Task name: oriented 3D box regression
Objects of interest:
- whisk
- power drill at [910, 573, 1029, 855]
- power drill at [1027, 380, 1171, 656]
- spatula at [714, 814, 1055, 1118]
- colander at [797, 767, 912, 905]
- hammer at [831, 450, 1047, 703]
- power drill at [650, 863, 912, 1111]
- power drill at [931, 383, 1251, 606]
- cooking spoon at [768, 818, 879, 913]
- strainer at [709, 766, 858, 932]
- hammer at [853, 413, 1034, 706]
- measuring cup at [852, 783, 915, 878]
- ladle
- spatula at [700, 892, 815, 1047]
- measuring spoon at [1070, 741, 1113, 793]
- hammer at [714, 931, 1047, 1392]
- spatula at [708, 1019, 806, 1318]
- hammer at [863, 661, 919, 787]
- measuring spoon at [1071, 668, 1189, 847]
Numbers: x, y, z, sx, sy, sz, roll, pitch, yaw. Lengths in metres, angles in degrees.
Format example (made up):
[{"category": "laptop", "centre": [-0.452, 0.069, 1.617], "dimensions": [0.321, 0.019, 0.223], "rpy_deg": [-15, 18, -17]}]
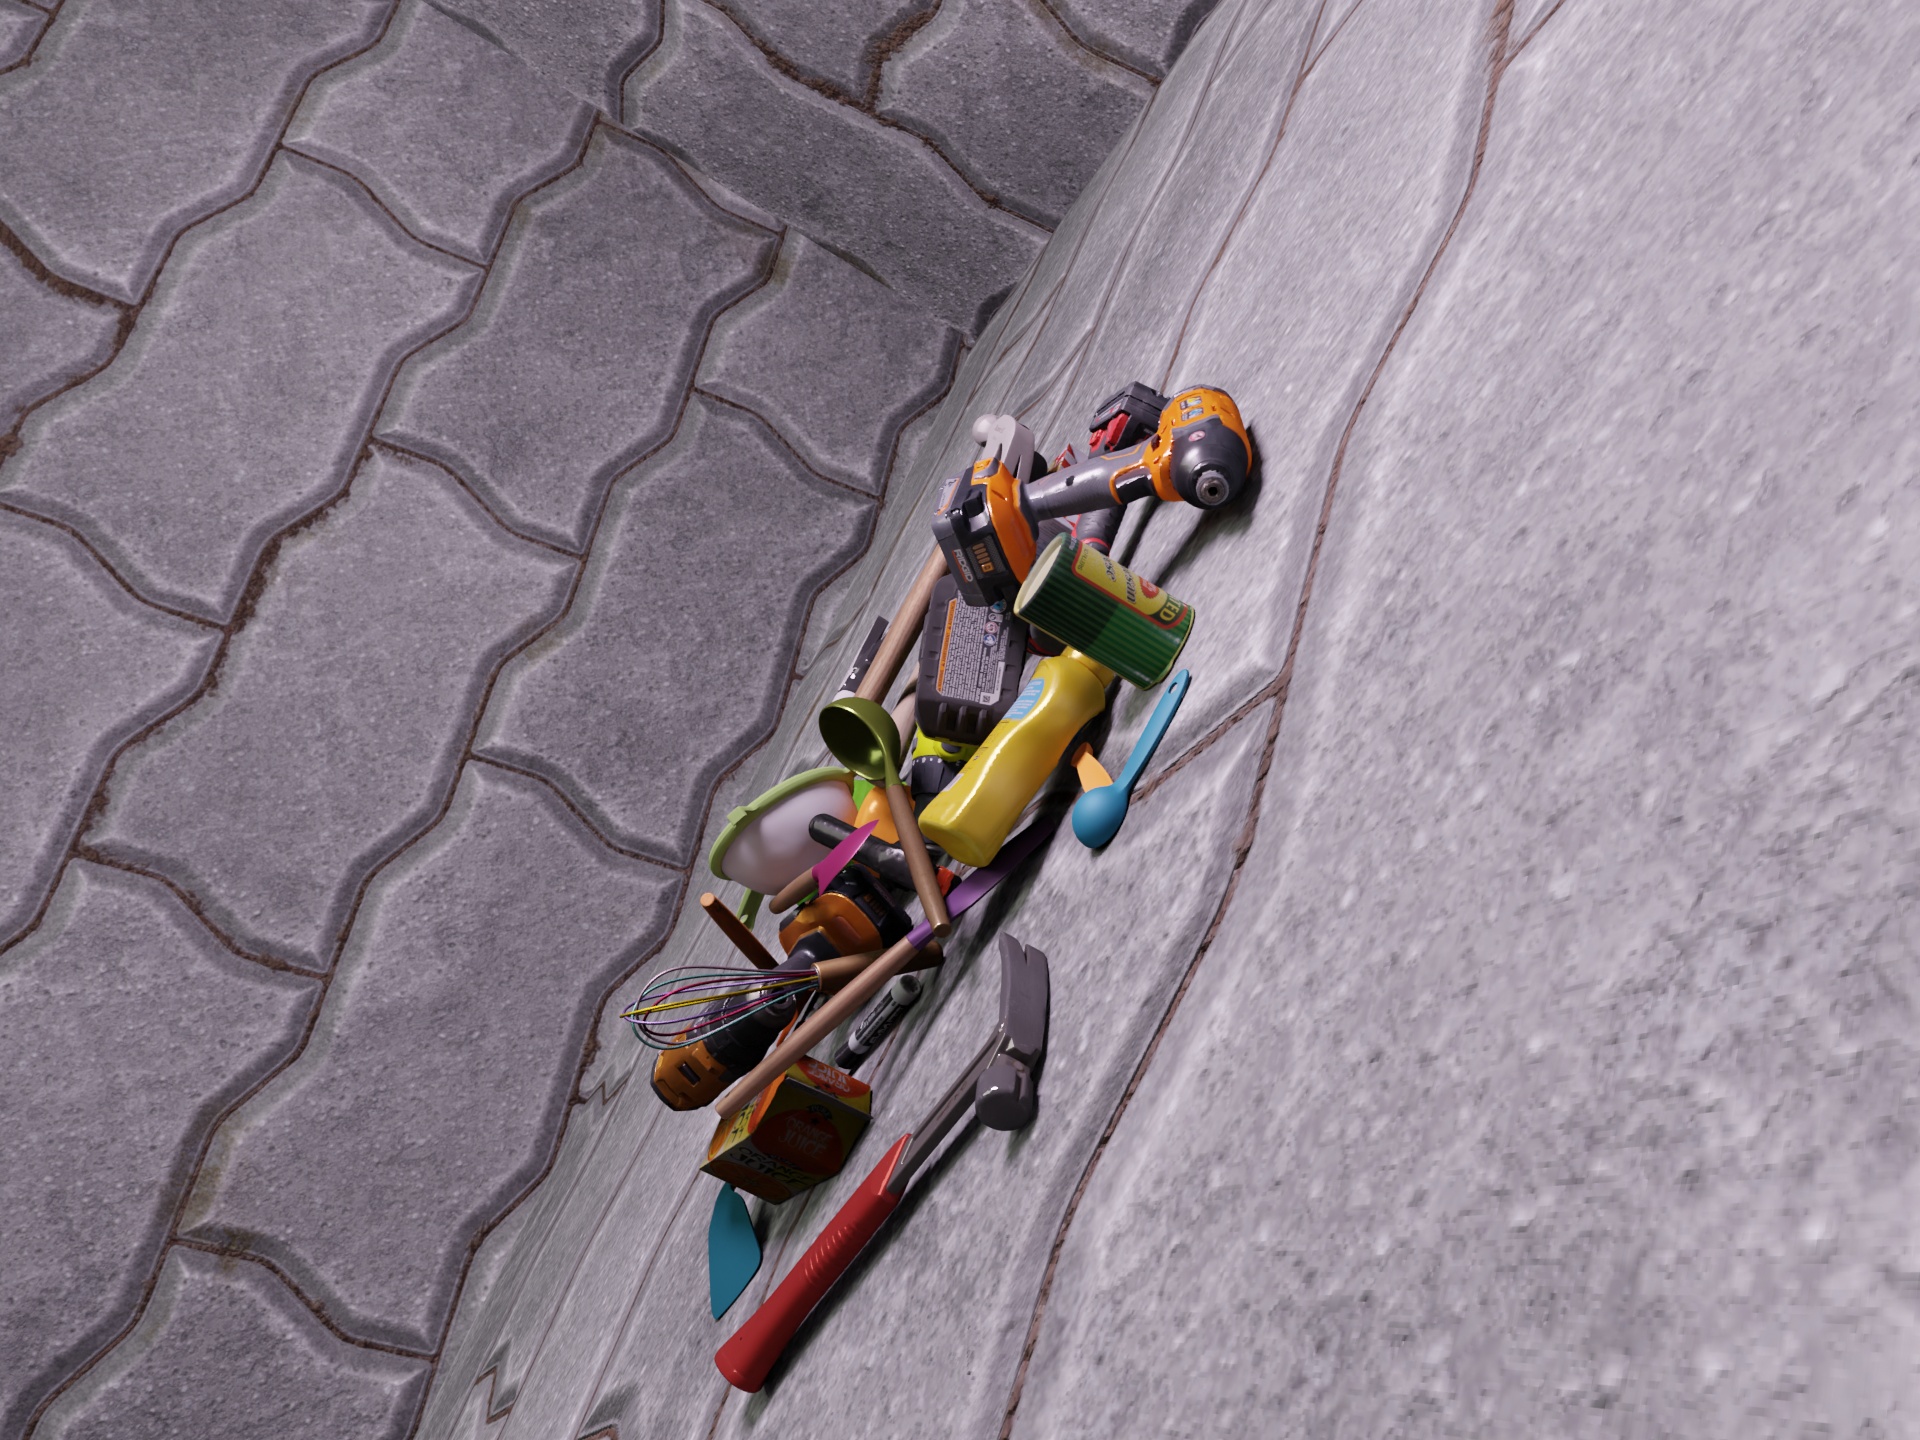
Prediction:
[{"category": "whisk", "centre": [-0.122, 0.189, 1.137], "dimensions": [0.051, 0.245, 0.047], "rpy_deg": [62, 147, 35]}, {"category": "power drill", "centre": [-0.002, -0.004, 1.292], "dimensions": [0.228, 0.080, 0.191], "rpy_deg": [105, 174, -70]}, {"category": "power drill", "centre": [0.115, -0.153, 1.281], "dimensions": [0.220, 0.078, 0.143], "rpy_deg": [-64, 9, -3]}, {"category": "spatula", "centre": [-0.053, 0.174, 1.126], "dimensions": [0.316, 0.018, 0.060], "rpy_deg": [-42, 11, 1]}, {"category": "colander", "centre": [-0.080, 0.054, 1.583], "dimensions": [0.397, 0.094, 0.204], "rpy_deg": [-62, 11, -6]}, {"category": "hammer", "centre": [-0.019, -0.136, 1.530], "dimensions": [0.334, 0.035, 0.146], "rpy_deg": [-48, 12, 38]}, {"category": "power drill", "centre": [-0.135, 0.208, 1.279], "dimensions": [0.226, 0.084, 0.185], "rpy_deg": [-40, -3, -44]}, {"category": "power drill", "centre": [0.097, -0.161, 1.136], "dimensions": [0.226, 0.084, 0.164], "rpy_deg": [-19, 23, 13]}, {"category": "cooking spoon", "centre": [-0.117, 0.126, 1.264], "dimensions": [0.069, 0.017, 0.319], "rpy_deg": [-53, 4, -22]}, {"category": "strainer", "centre": [-0.161, 0.146, 1.452], "dimensions": [0.151, 0.069, 0.256], "rpy_deg": [-22, -27, -37]}, {"category": "hammer", "centre": [-0.027, -0.120, 1.419], "dimensions": [0.331, 0.031, 0.130], "rpy_deg": [-62, 22, 5]}, {"category": "measuring cup", "centre": [-0.049, 0.074, 1.441], "dimensions": [0.174, 0.052, 0.095], "rpy_deg": [-60, -19, -50]}, {"category": "ladle", "centre": [-0.056, 0.073, 1.212], "dimensions": [0.062, 0.078, 0.320], "rpy_deg": [-22, 31, -1]}, {"category": "spatula", "centre": [-0.177, 0.219, 1.421], "dimensions": [0.081, 0.041, 0.322], "rpy_deg": [-58, -26, -19]}, {"category": "measuring spoon", "centre": [0.091, 0.039, 1.059], "dimensions": [0.021, 0.011, 0.117], "rpy_deg": [-55, 15, 10]}, {"category": "hammer", "centre": [-0.055, 0.294, 0.988], "dimensions": [0.359, 0.036, 0.149], "rpy_deg": [-55, 12, 26]}, {"category": "spatula", "centre": [-0.166, 0.364, 1.368], "dimensions": [0.082, 0.044, 0.318], "rpy_deg": [-55, 7, 28]}, {"category": "hammer", "centre": [-0.020, -0.069, 1.524], "dimensions": [0.146, 0.038, 0.411], "rpy_deg": [-50, 10, 31]}, {"category": "measuring spoon", "centre": [0.104, 0.020, 0.994], "dimensions": [0.128, 0.021, 0.042], "rpy_deg": [-60, 22, -4]}]
